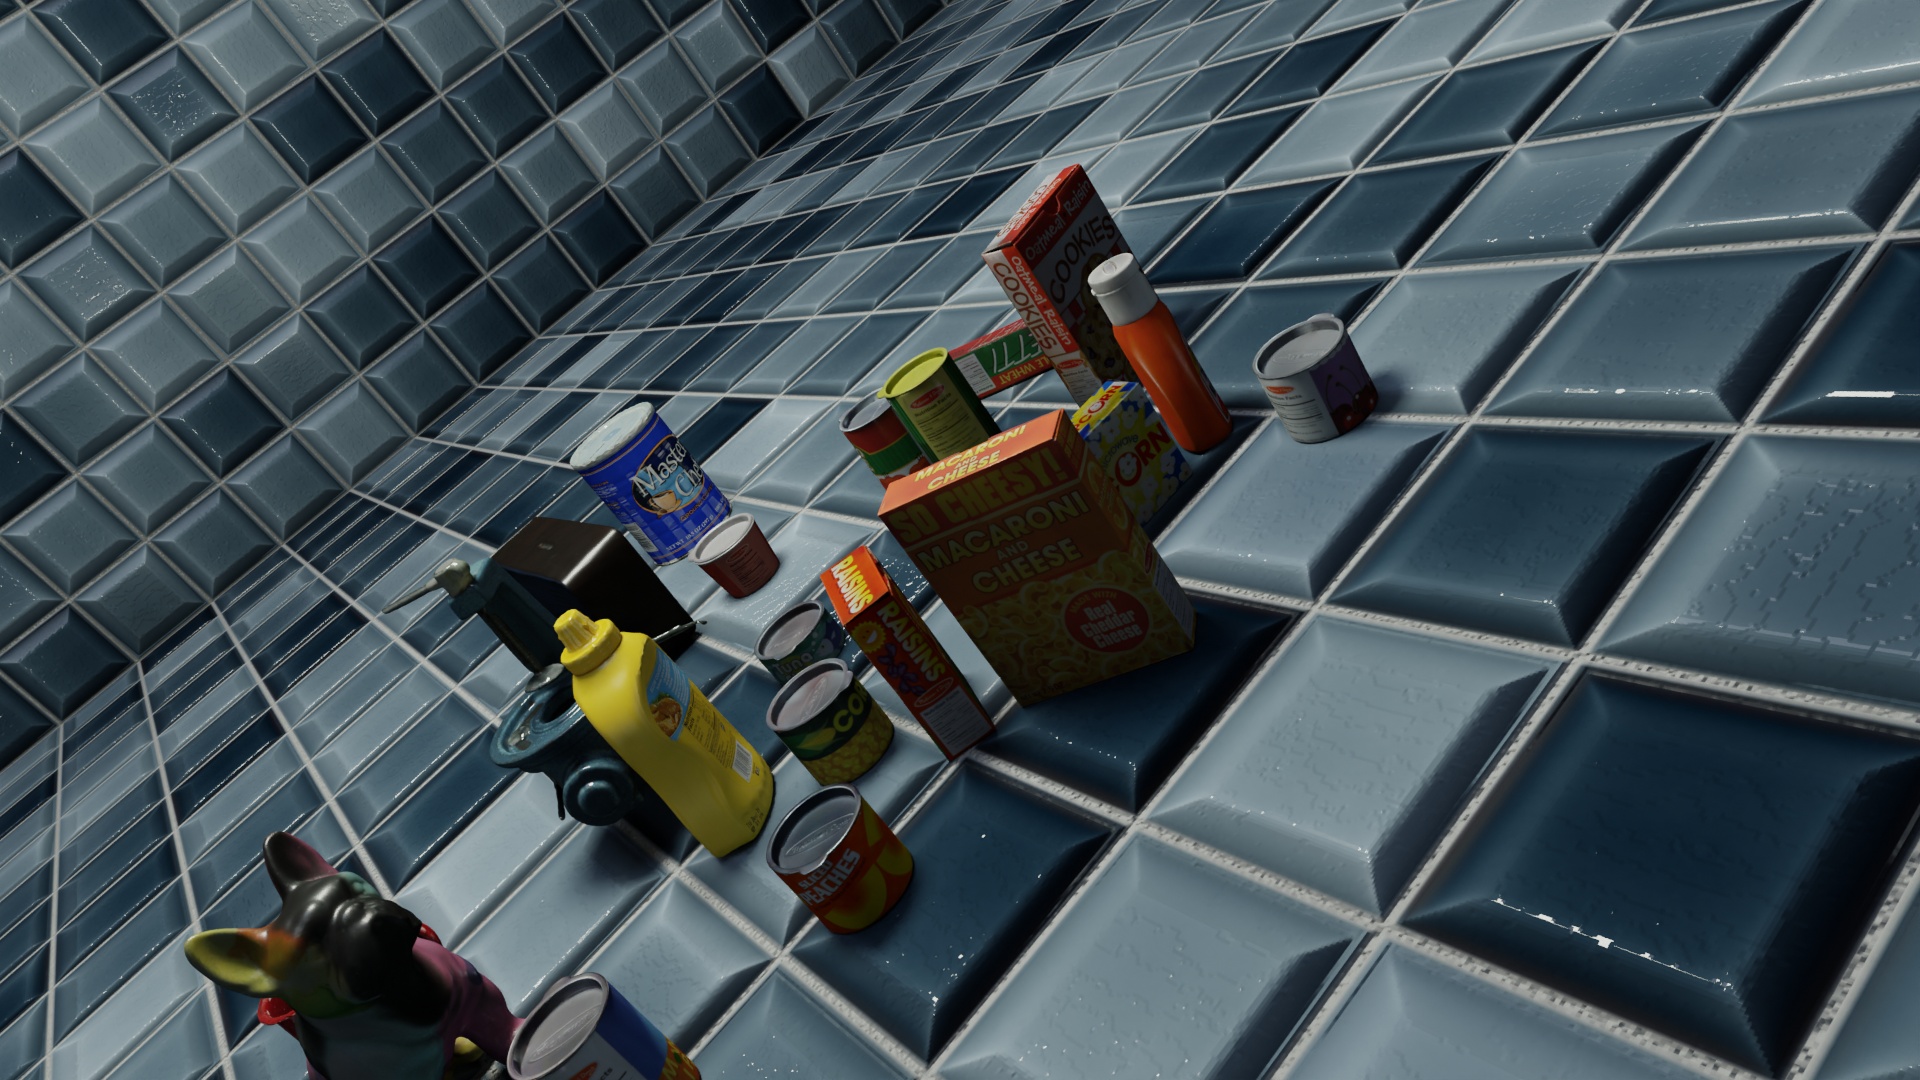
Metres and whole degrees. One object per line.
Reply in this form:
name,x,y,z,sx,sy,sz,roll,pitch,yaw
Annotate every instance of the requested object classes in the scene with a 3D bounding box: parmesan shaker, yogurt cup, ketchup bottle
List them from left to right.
yogurt cup,-0.203,0.016,1.274,0.072,0.053,0.073,-28,26,15
parmesan shaker,-0.014,-0.103,1.188,0.071,0.103,0.071,-28,26,15
ketchup bottle,0.142,-0.135,0.995,0.043,0.148,0.065,-31,25,10

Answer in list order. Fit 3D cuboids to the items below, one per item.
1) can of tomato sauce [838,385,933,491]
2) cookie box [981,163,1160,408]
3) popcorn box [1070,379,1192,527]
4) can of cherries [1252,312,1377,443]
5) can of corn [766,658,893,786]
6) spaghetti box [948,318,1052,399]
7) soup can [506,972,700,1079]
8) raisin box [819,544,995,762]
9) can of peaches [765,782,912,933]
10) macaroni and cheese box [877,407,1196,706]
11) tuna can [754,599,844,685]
can of tomato sauce,-0.060,-0.087,1.240,0.071,0.083,0.071,-28,26,15
cookie box,0.101,-0.209,1.153,0.040,0.167,0.123,-9,36,45
popcorn box,0.094,-0.040,0.965,0.127,0.085,0.038,-45,26,-20
can of cherries,0.241,-0.109,0.935,0.071,0.058,0.072,-28,26,15
can of corn,-0.085,0.122,0.937,0.071,0.058,0.071,-28,26,15
spaghetti box,0.049,-0.174,1.295,0.249,0.050,0.029,-21,29,28
soup can,-0.193,0.286,0.756,0.071,0.083,0.072,-28,26,15
raisin box,-0.034,0.070,0.887,0.040,0.123,0.086,-36,25,0
can of peaches,-0.070,0.186,0.807,0.071,0.058,0.071,-28,26,15
macaroni and cheese box,0.048,0.014,0.833,0.123,0.166,0.040,-23,28,26
tuna can,-0.126,0.082,1.087,0.071,0.032,0.071,-28,26,15
